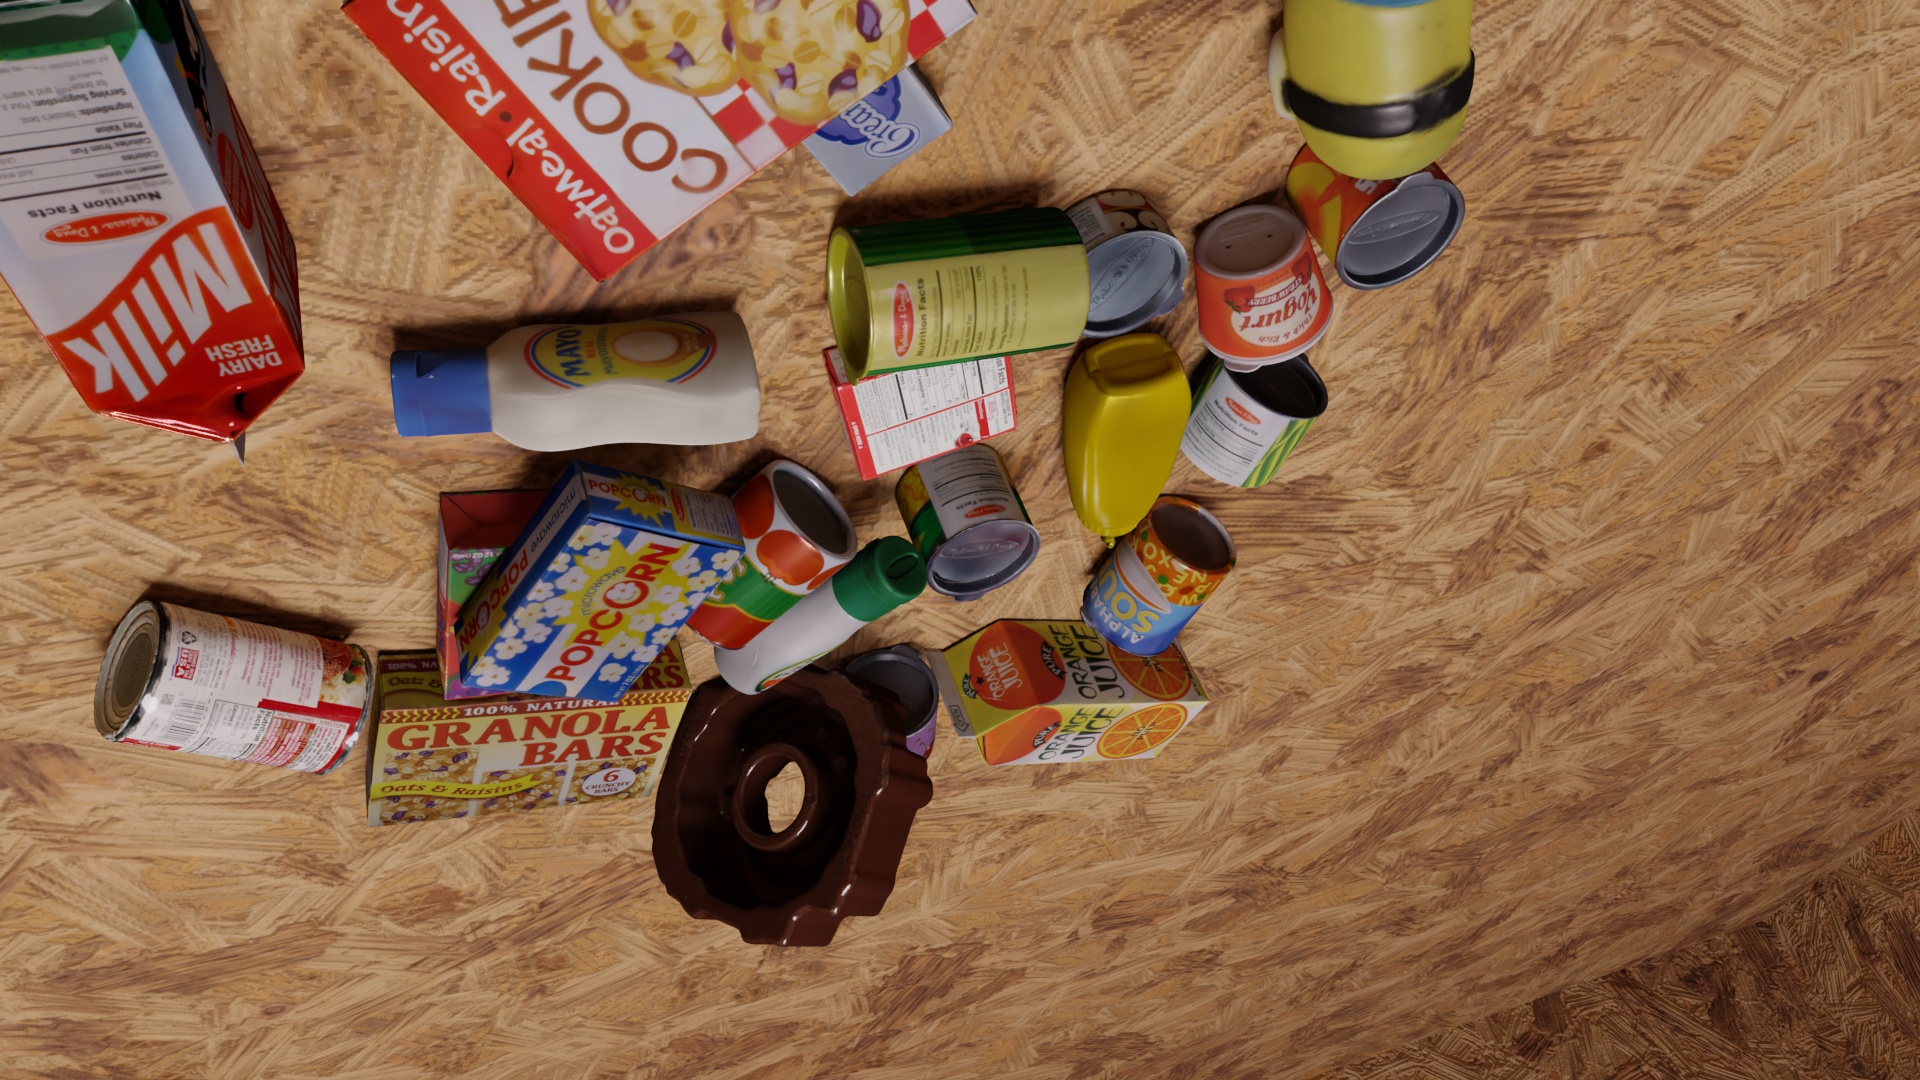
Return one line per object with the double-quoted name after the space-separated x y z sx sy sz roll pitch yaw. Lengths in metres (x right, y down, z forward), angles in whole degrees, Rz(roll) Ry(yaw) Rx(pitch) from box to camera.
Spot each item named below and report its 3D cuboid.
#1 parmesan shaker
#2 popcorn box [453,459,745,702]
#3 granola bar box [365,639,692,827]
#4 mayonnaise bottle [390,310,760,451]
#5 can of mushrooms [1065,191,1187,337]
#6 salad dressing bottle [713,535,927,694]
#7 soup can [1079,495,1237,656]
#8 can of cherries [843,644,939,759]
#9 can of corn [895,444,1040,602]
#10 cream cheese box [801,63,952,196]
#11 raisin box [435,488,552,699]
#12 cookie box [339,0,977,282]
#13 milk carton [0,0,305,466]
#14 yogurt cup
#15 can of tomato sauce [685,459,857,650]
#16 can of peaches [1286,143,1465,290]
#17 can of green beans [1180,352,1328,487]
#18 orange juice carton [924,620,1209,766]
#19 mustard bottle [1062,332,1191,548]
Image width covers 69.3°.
-0.002 -0.110 0.624 0.103 0.071 0.071 -10 144 -19 "parmesan shaker"
-0.173 0.023 0.663 0.085 0.038 0.126 14 130 -44 "popcorn box"
-0.253 0.111 0.805 0.166 0.039 0.123 -1 141 -28 "granola bar box"
-0.164 -0.067 0.597 0.148 0.065 0.041 -6 139 -18 "mayonnaise bottle"
0.074 -0.132 0.669 0.071 0.033 0.070 -15 144 -11 "can of mushrooms"
-0.079 0.041 0.771 0.147 0.044 0.064 -31 -179 40 "salad dressing bottle"
0.123 0.023 0.877 0.071 0.071 0.083 1 138 -31 "soup can"
-0.046 0.112 0.904 0.071 0.072 0.058 -14 145 -13 "can of cherries"
0.003 -0.010 0.771 0.071 0.058 0.070 -15 145 -11 "can of corn"
-0.051 -0.183 0.536 0.053 0.024 0.103 -31 145 14 "cream cheese box"
-0.222 0.028 0.711 0.086 0.040 0.122 -5 141 -26 "raisin box"
-0.098 -0.182 0.466 0.167 0.040 0.122 -31 127 13 "cookie box"
-0.275 -0.111 0.464 0.073 0.072 0.189 -14 144 -13 "milk carton"
0.147 -0.129 0.689 0.072 0.073 0.053 -25 138 3 "yogurt cup"
-0.107 0.007 0.724 0.083 0.071 0.071 -38 143 20 "can of tomato sauce"
0.200 -0.167 0.672 0.071 0.058 0.071 -15 145 -11 "can of peaches"
0.160 -0.072 0.771 0.071 0.071 0.057 -1 141 -29 "can of green beans"
0.067 0.103 0.950 0.193 0.072 0.072 3 137 -34 "orange juice carton"
0.087 -0.046 0.779 0.065 0.049 0.159 -14 146 -12 "mustard bottle"
